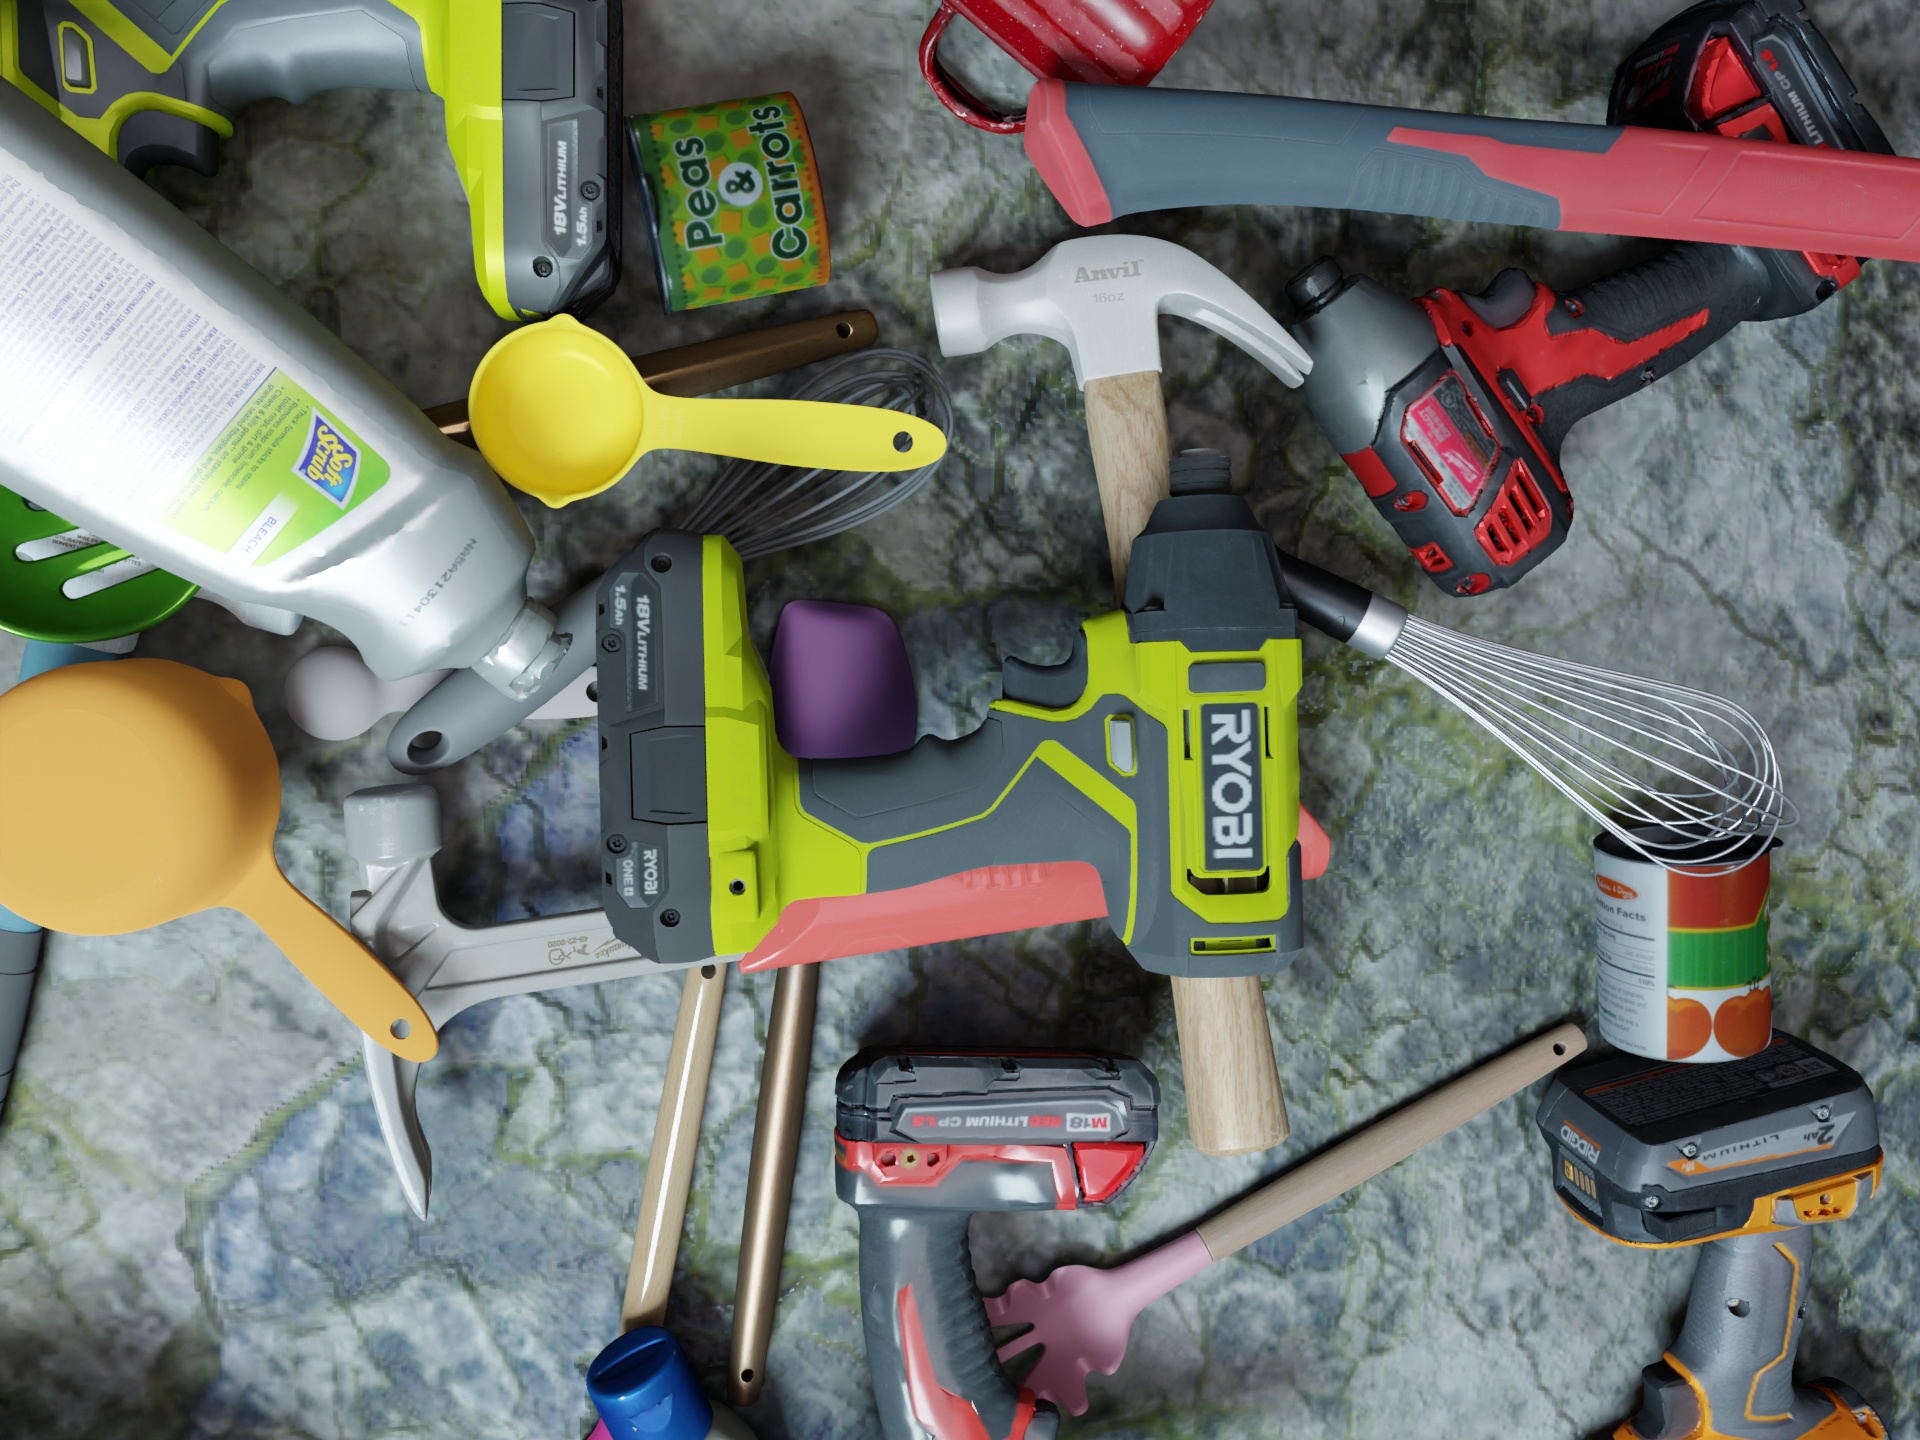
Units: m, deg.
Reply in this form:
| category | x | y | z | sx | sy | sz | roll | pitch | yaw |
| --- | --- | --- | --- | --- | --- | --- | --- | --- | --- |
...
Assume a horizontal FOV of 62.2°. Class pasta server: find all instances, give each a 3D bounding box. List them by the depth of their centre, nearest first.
| category | x | y | z | sx | sy | sz | roll | pitch | yaw |
| --- | --- | --- | --- | --- | --- | --- | --- | --- | --- |
| pasta server | 0.125 | 0.203 | 0.651 | 0.316 | 0.040 | 0.060 | -27 | 83 | -8 |

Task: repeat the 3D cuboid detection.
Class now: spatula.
| category | x | y | z | sx | sy | sz | roll | pitch | yaw |
| --- | --- | --- | --- | --- | --- | --- | --- | --- | --- |
| spatula | -0.062 | 0.112 | 0.612 | 0.059 | 0.018 | 0.316 | 7 | 95 | -13 |

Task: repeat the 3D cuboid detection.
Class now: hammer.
| category | x | y | z | sx | sy | sz | roll | pitch | yaw |
| --- | --- | --- | --- | --- | --- | --- | --- | --- | --- |
| hammer | 0.215 | -0.201 | 0.543 | 0.386 | 0.038 | 0.143 | 3 | 99 | -7 |
| hammer | -0.334 | 0.082 | 0.548 | 0.128 | 0.033 | 0.331 | 17 | 94 | -13 |
| hammer | 0.078 | -0.011 | 0.575 | 0.130 | 0.031 | 0.331 | -9 | 88 | 1 |
| hammer | -0.033 | 0.078 | 0.588 | 0.359 | 0.037 | 0.149 | -7 | 97 | -14 |

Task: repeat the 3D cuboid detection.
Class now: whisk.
| category | x | y | z | sx | sy | sz | roll | pitch | yaw |
| --- | --- | --- | --- | --- | --- | --- | --- | --- | --- |
| whisk | -0.101 | -0.053 | 0.566 | 0.239 | 0.055 | 0.055 | -36 | 102 | -5 |
| whisk | 0.188 | -0.022 | 0.608 | 0.284 | 0.070 | 0.070 | 26 | 92 | 0 |

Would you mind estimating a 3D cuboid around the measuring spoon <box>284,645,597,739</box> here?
| category | x | y | z | sx | sy | sz | roll | pitch | yaw |
| --- | --- | --- | --- | --- | --- | --- | --- | --- | --- |
| measuring spoon | -0.179 | -0.010 | 0.574 | 0.124 | 0.018 | 0.034 | -1 | 97 | -12 |

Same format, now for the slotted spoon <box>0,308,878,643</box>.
| category | x | y | z | sx | sy | sz | roll | pitch | yaw |
| --- | --- | --- | --- | --- | --- | --- | --- | --- | --- |
| slotted spoon | -0.173 | -0.096 | 0.542 | 0.313 | 0.031 | 0.070 | -19 | 99 | -17 |

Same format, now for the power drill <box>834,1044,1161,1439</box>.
| category | x | y | z | sx | sy | sz | roll | pitch | yaw |
| --- | --- | --- | --- | --- | --- | --- | --- | --- | --- |
| power drill | 0.033 | 0.237 | 0.583 | 0.188 | 0.080 | 0.227 | 3 | 81 | -7 |

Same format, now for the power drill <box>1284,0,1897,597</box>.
| category | x | y | z | sx | sy | sz | roll | pitch | yaw |
| --- | --- | --- | --- | --- | --- | --- | --- | --- | --- |
| power drill | 0.233 | -0.166 | 0.607 | 0.219 | 0.078 | 0.143 | -40 | 102 | -1 |

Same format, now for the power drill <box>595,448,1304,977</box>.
| category | x | y | z | sx | sy | sz | roll | pitch | yaw |
| --- | --- | --- | --- | --- | --- | --- | --- | --- | --- |
| power drill | -0.001 | -0.002 | 0.519 | 0.223 | 0.080 | 0.171 | -1 | 90 | -7 |

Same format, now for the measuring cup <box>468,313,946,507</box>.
| category | x | y | z | sx | sy | sz | roll | pitch | yaw |
| --- | --- | --- | --- | --- | --- | --- | --- | --- | --- |
| measuring cup | -0.083 | -0.099 | 0.535 | 0.156 | 0.029 | 0.062 | 3 | 101 | -13 |

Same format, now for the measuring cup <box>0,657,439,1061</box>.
| category | x | y | z | sx | sy | sz | roll | pitch | yaw |
| --- | --- | --- | --- | --- | --- | --- | --- | --- | --- |
| measuring cup | -0.238 | 0.053 | 0.503 | 0.173 | 0.052 | 0.095 | 43 | 91 | -1 |

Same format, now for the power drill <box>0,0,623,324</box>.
| category | x | y | z | sx | sy | sz | roll | pitch | yaw |
| --- | --- | --- | --- | --- | --- | --- | --- | --- | --- |
| power drill | -0.228 | -0.187 | 0.514 | 0.228 | 0.080 | 0.190 | 1 | 96 | -8 |

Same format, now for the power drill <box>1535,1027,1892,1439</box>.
| category | x | y | z | sx | sy | sz | roll | pitch | yaw |
| --- | --- | --- | --- | --- | --- | --- | --- | --- | --- |
| power drill | 0.308 | 0.259 | 0.673 | 0.164 | 0.084 | 0.226 | -12 | 103 | -9 |

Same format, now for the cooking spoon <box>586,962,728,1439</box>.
| category | x | y | z | sx | sy | sz | roll | pitch | yaw |
| --- | --- | --- | --- | --- | --- | --- | --- | --- | --- |
| cooking spoon | -0.124 | 0.235 | 0.616 | 0.068 | 0.017 | 0.319 | 10 | 96 | -13 |
